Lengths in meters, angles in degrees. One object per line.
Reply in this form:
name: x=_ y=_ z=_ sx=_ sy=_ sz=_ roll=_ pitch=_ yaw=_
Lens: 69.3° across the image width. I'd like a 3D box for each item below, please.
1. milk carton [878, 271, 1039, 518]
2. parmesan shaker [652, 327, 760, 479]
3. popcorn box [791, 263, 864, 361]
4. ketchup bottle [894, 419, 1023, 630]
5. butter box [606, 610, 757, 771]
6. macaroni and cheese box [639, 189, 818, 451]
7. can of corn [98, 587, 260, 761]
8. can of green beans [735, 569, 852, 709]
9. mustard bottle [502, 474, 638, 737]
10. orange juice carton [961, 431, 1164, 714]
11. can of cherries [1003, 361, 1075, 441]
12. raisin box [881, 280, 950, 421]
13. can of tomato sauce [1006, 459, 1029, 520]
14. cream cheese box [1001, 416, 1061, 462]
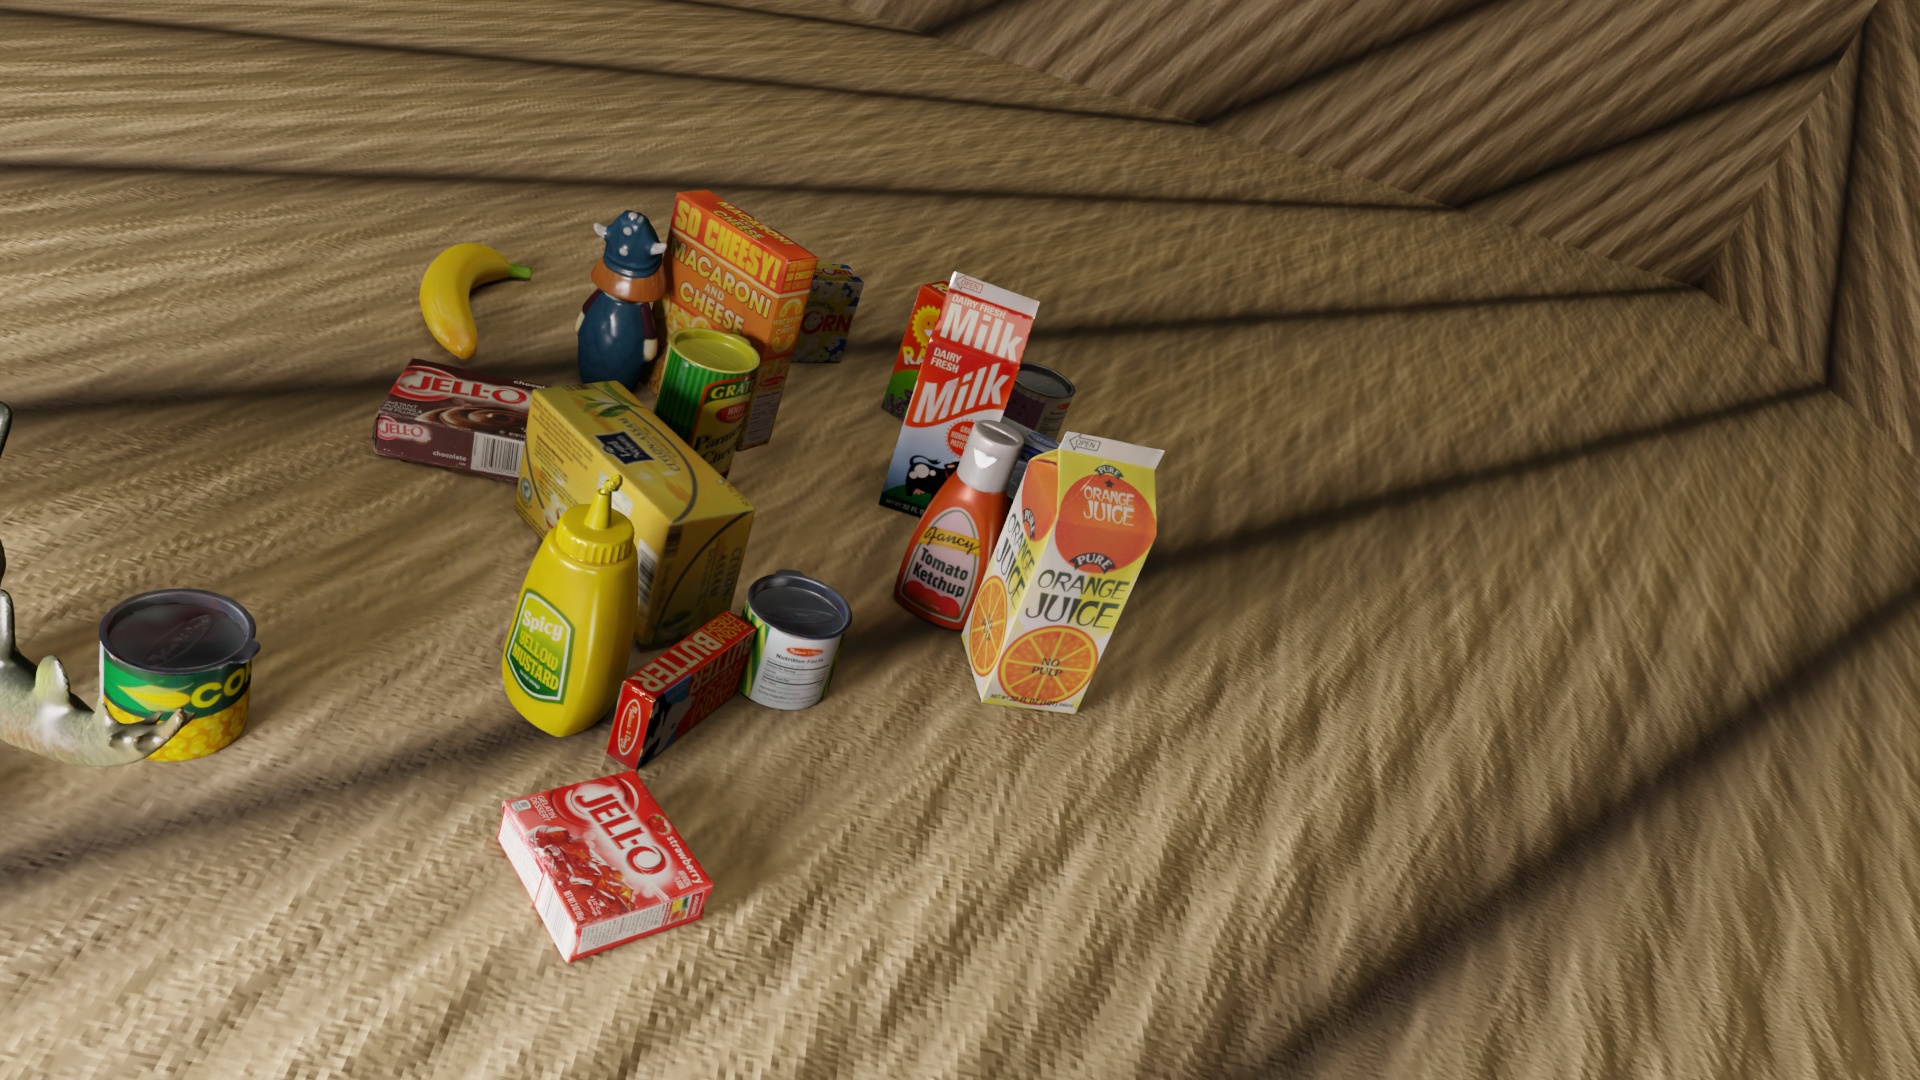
milk carton: x=-0.001 y=-0.112 z=1.084 sx=0.072 sy=0.189 sz=0.074 roll=19 pitch=29 yaw=-3
parmesan shaker: x=-0.191 y=-0.097 z=1.031 sx=0.071 sy=0.102 sz=0.071 roll=15 pitch=29 yaw=-9
popcorn box: x=-0.157 y=-0.206 z=1.251 sx=0.127 sy=0.084 sz=0.038 roll=-5 pitch=38 yaw=-38
ketchup bottle: x=0.003 y=-0.012 z=0.962 sx=0.065 sy=0.148 sz=0.044 roll=26 pitch=30 yaw=10
butter box: x=-0.159 y=0.084 z=0.798 sx=0.024 sy=0.052 sz=0.104 roll=28 pitch=30 yaw=14
macaroni and cheese box: x=-0.187 y=-0.174 z=1.097 sx=0.124 sy=0.165 sz=0.040 roll=34 pitch=32 yaw=23
can of corn: x=-0.383 y=0.067 z=0.683 sx=0.071 sy=0.058 sz=0.071 roll=15 pitch=30 yaw=-9
can of green beans: x=-0.106 y=0.063 z=0.862 sx=0.071 sy=0.057 sz=0.071 roll=15 pitch=30 yaw=-9
mustard bottle: x=-0.206 y=0.031 z=0.750 sx=0.065 sy=0.159 sz=0.049 roll=33 pitch=31 yaw=21
orange juice carton: x=0.068 y=0.016 z=0.912 sx=0.072 sy=0.191 sz=0.073 roll=9 pitch=31 yaw=-19
can of cherries: x=0.063 y=-0.125 z=1.280 sx=0.071 sy=0.058 sz=0.072 roll=15 pitch=30 yaw=-9
raisin box: x=-0.010 y=-0.153 z=1.215 sx=0.086 sy=0.122 sz=0.040 roll=34 pitch=32 yaw=23
can of tomato sauce: x=0.036 y=-0.009 z=1.044 sx=0.071 sy=0.082 sz=0.071 roll=15 pitch=30 yaw=-9
cream cheese box: x=0.062 y=-0.062 z=1.179 sx=0.104 sy=0.053 sz=0.024 roll=27 pitch=30 yaw=11
